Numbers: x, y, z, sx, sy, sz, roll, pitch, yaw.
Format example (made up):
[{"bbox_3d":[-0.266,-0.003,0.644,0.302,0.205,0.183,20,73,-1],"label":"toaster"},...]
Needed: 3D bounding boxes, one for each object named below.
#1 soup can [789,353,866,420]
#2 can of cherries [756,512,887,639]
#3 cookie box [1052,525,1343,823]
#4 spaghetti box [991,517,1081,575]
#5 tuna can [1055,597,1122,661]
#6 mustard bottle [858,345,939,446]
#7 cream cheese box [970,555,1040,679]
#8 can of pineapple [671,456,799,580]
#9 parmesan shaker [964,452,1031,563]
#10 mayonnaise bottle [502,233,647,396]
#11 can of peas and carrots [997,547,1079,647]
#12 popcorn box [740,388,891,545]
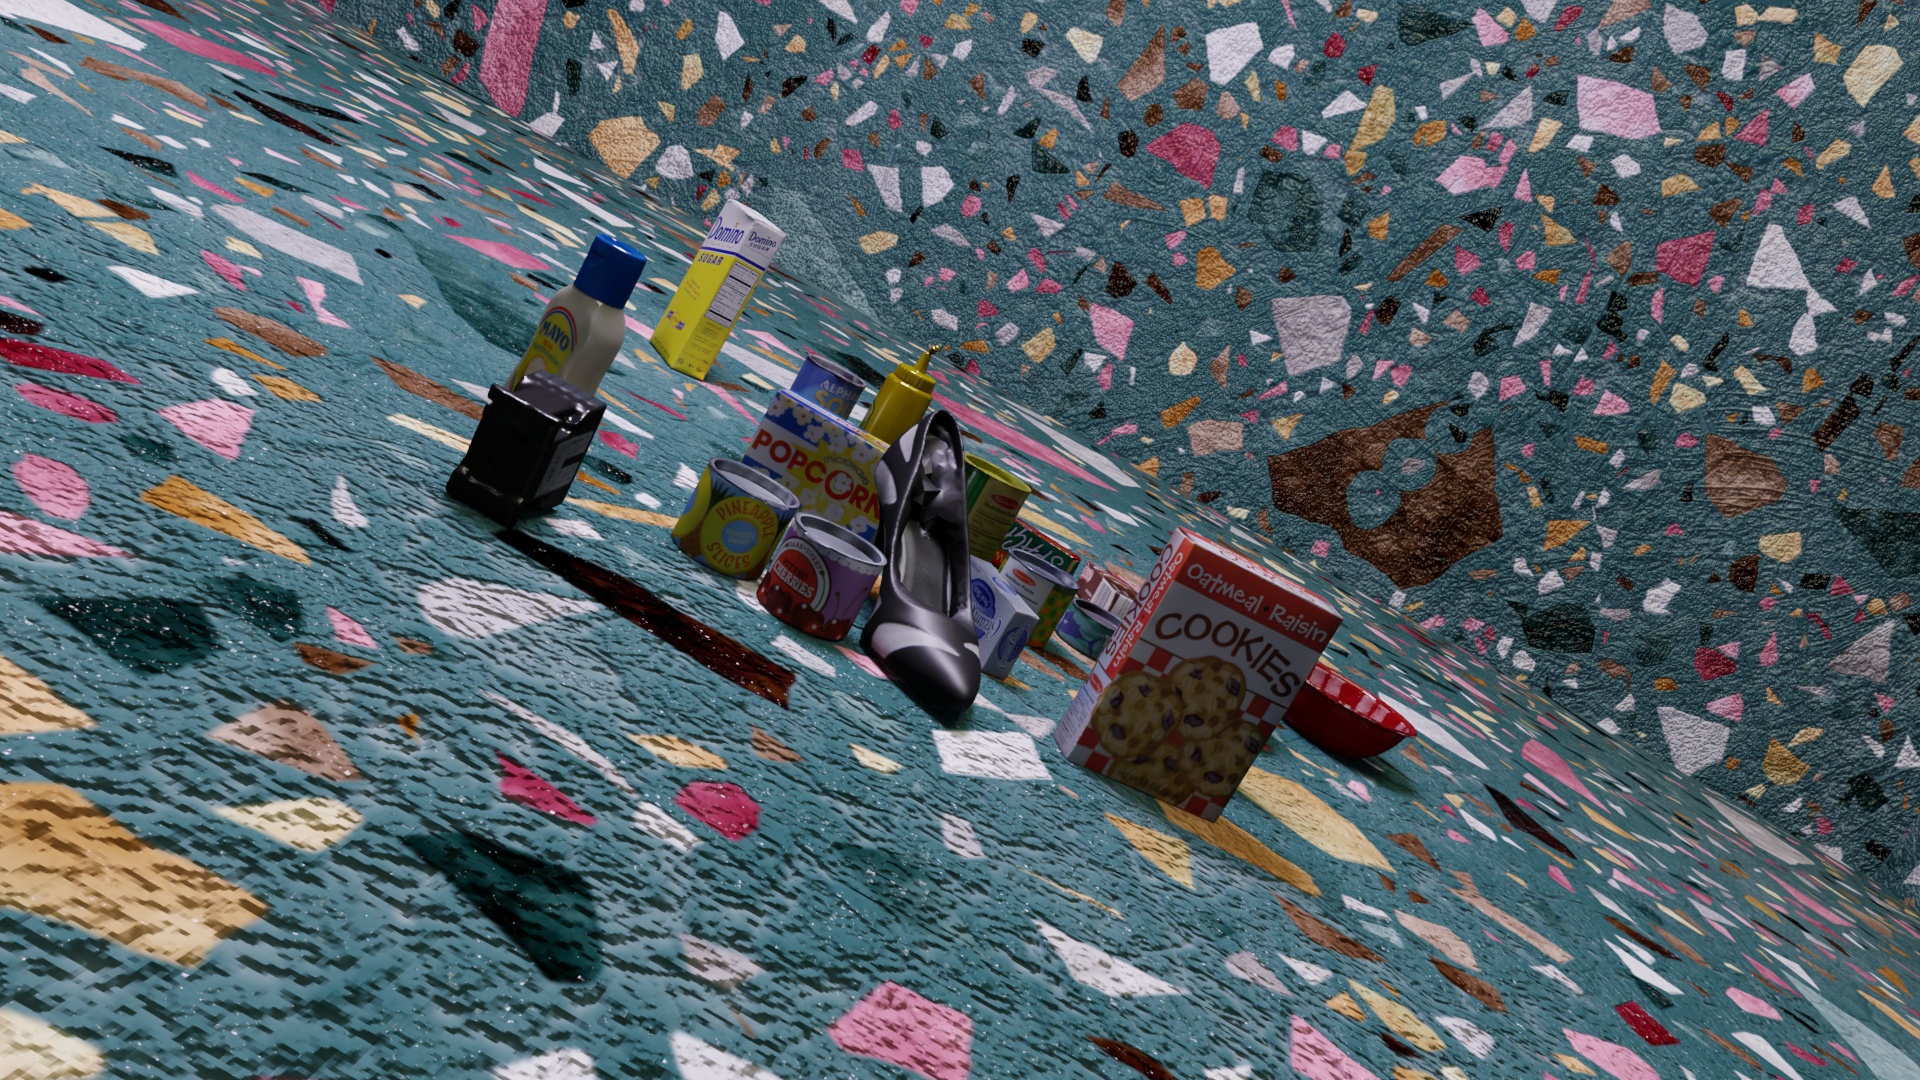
[{"bbox_3d":[-0.141,-0.134,1.394,0.071,0.083,0.071,28,11,-6],"label":"soup can"},{"bbox_3d":[-0.091,0.023,0.889,0.071,0.058,0.071,28,11,-6],"label":"can of cherries"},{"bbox_3d":[0.157,0.090,0.924,0.123,0.167,0.040,26,11,-18],"label":"cookie box"},{"bbox_3d":[0.004,-0.025,1.356,0.250,0.050,0.029,33,11,18],"label":"spaghetti box"},{"bbox_3d":[0.120,0.081,1.216,0.071,0.032,0.071,28,11,-6],"label":"tuna can"},{"bbox_3d":[-0.063,-0.115,1.305,0.049,0.160,0.065,27,11,-11],"label":"mustard bottle"},{"bbox_3d":[0.019,0.056,1.029,0.024,0.053,0.104,24,12,-28],"label":"cream cheese box"},{"bbox_3d":[-0.148,-0.014,0.912,0.071,0.057,0.071,28,11,-6],"label":"can of pineapple"},{"bbox_3d":[0.004,-0.015,1.175,0.071,0.103,0.071,28,11,-6],"label":"parmesan shaker"},{"bbox_3d":[-0.258,-0.131,0.925,0.065,0.147,0.041,36,12,31],"label":"mayonnaise bottle"},{"bbox_3d":[0.057,0.047,1.144,0.071,0.058,0.071,28,11,-6],"label":"can of peas and carrots"},{"bbox_3d":[-0.109,-0.056,1.124,0.127,0.085,0.038,30,11,3],"label":"popcorn box"}]
